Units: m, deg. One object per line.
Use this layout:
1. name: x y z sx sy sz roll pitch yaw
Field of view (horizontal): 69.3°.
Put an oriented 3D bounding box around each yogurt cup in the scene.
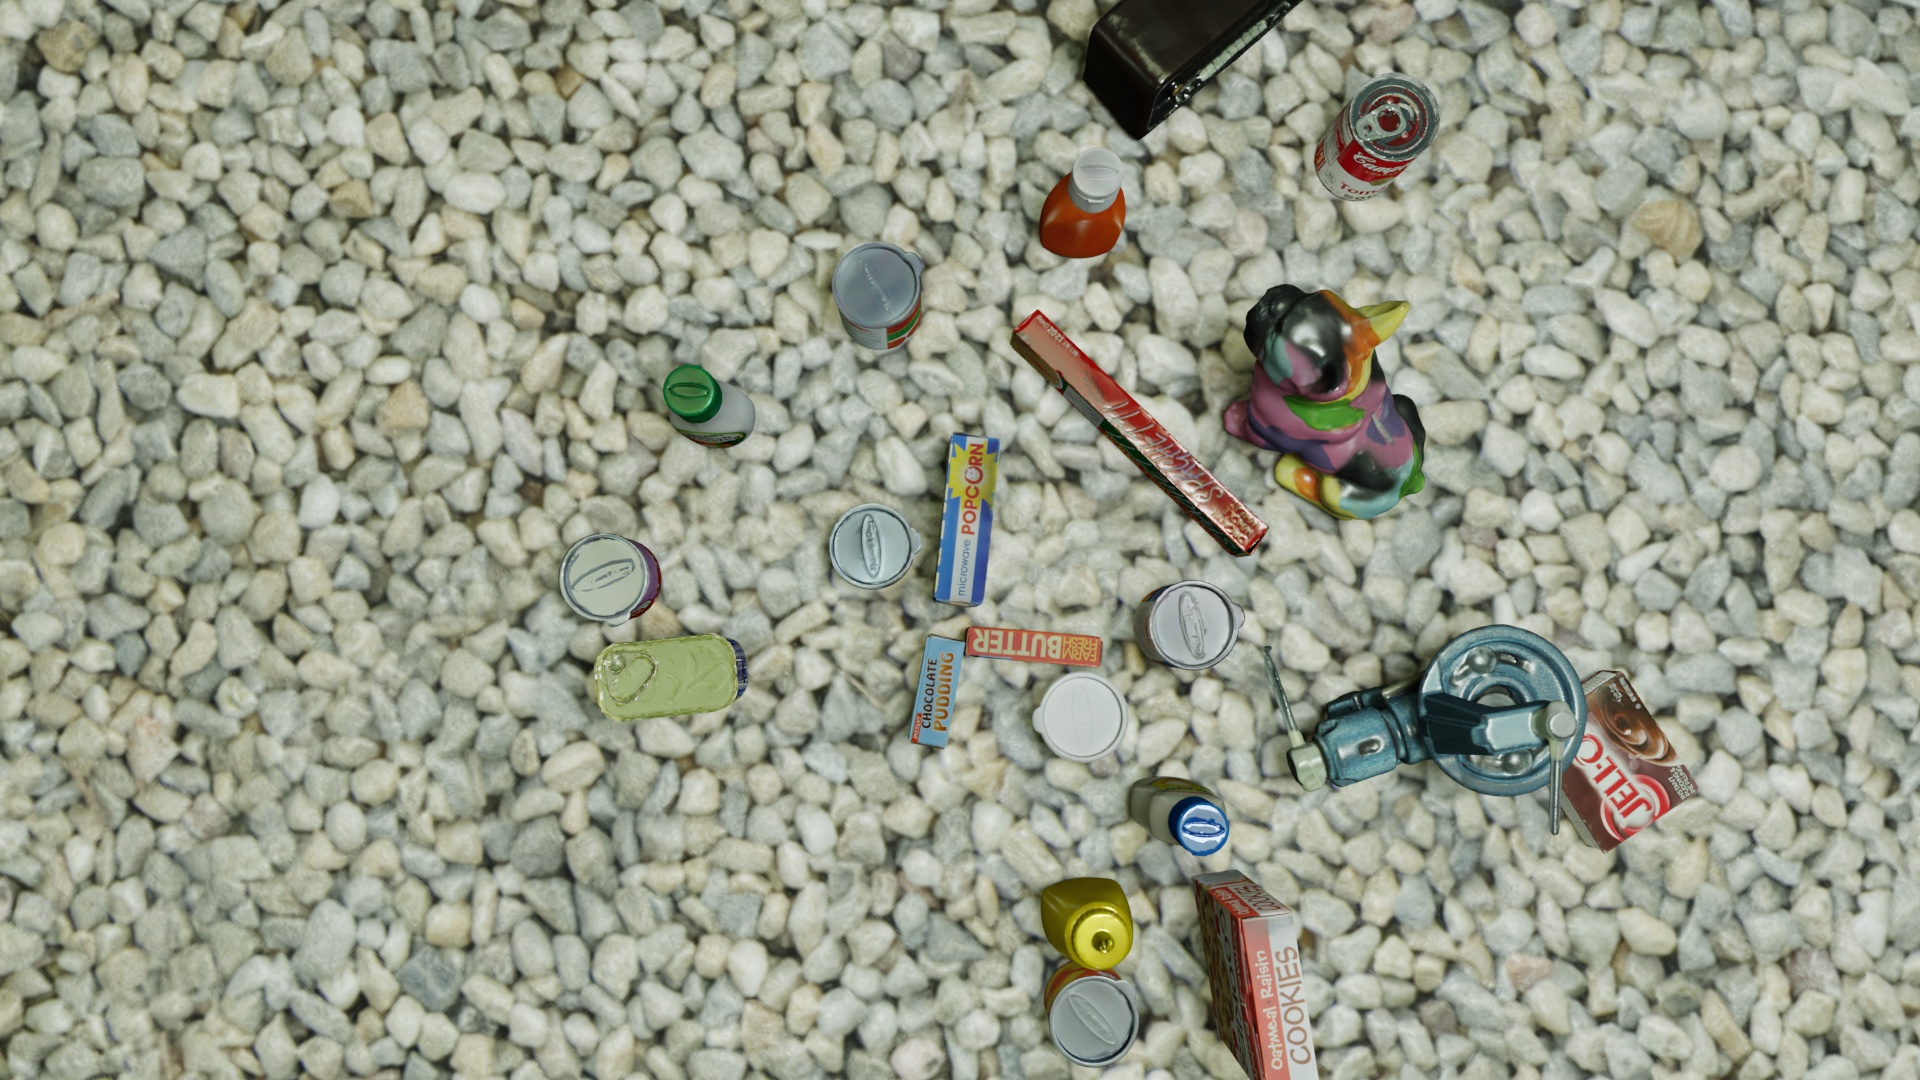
1. yogurt cup: 0.091 0.133 1.061 0.072 0.054 0.072 0 86 -1

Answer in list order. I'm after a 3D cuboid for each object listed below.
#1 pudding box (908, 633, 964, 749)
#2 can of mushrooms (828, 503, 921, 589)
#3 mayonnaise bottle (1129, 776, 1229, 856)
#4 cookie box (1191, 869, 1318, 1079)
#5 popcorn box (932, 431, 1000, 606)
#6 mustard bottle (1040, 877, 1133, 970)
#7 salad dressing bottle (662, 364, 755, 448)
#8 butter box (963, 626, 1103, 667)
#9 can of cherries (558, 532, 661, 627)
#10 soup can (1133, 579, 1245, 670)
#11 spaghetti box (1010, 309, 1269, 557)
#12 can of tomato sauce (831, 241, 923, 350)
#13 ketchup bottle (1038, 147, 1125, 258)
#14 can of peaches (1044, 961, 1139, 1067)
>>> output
1. pudding box: -0.018 0.114 1.062 0.030 0.049 0.083 11 86 0
2. can of mushrooms: -0.066 0.005 1.078 0.071 0.033 0.071 0 86 -1
3. mayonnaise bottle: 0.163 0.199 1.010 0.065 0.148 0.041 4 86 -1
4. cookie box: 0.207 0.312 0.992 0.040 0.167 0.123 -8 86 -2
5. popcorn box: 0.004 -0.013 1.055 0.038 0.085 0.126 6 86 -1
6. mustard bottle: 0.094 0.277 0.996 0.065 0.160 0.049 -8 86 -2
7. salad dressing bottle: -0.189 -0.099 1.026 0.064 0.147 0.044 4 86 -1
8. butter box: 0.055 0.081 1.064 0.103 0.053 0.024 5 86 -1
9. can of cherries: -0.265 0.031 1.059 0.071 0.058 0.071 0 86 -1
10. soup can: 0.172 0.064 1.053 0.071 0.083 0.071 0 86 -1
11. spaghetti box: 0.138 -0.081 1.081 0.250 0.050 0.029 44 86 2
12. can of tomato sauce: -0.061 -0.188 1.068 0.071 0.083 0.071 0 86 -1
13. ketchup bottle: 0.095 -0.252 1.044 0.065 0.148 0.043 2 86 -1
14. can of peaches: 0.099 0.351 1.042 0.071 0.058 0.071 0 86 -1
